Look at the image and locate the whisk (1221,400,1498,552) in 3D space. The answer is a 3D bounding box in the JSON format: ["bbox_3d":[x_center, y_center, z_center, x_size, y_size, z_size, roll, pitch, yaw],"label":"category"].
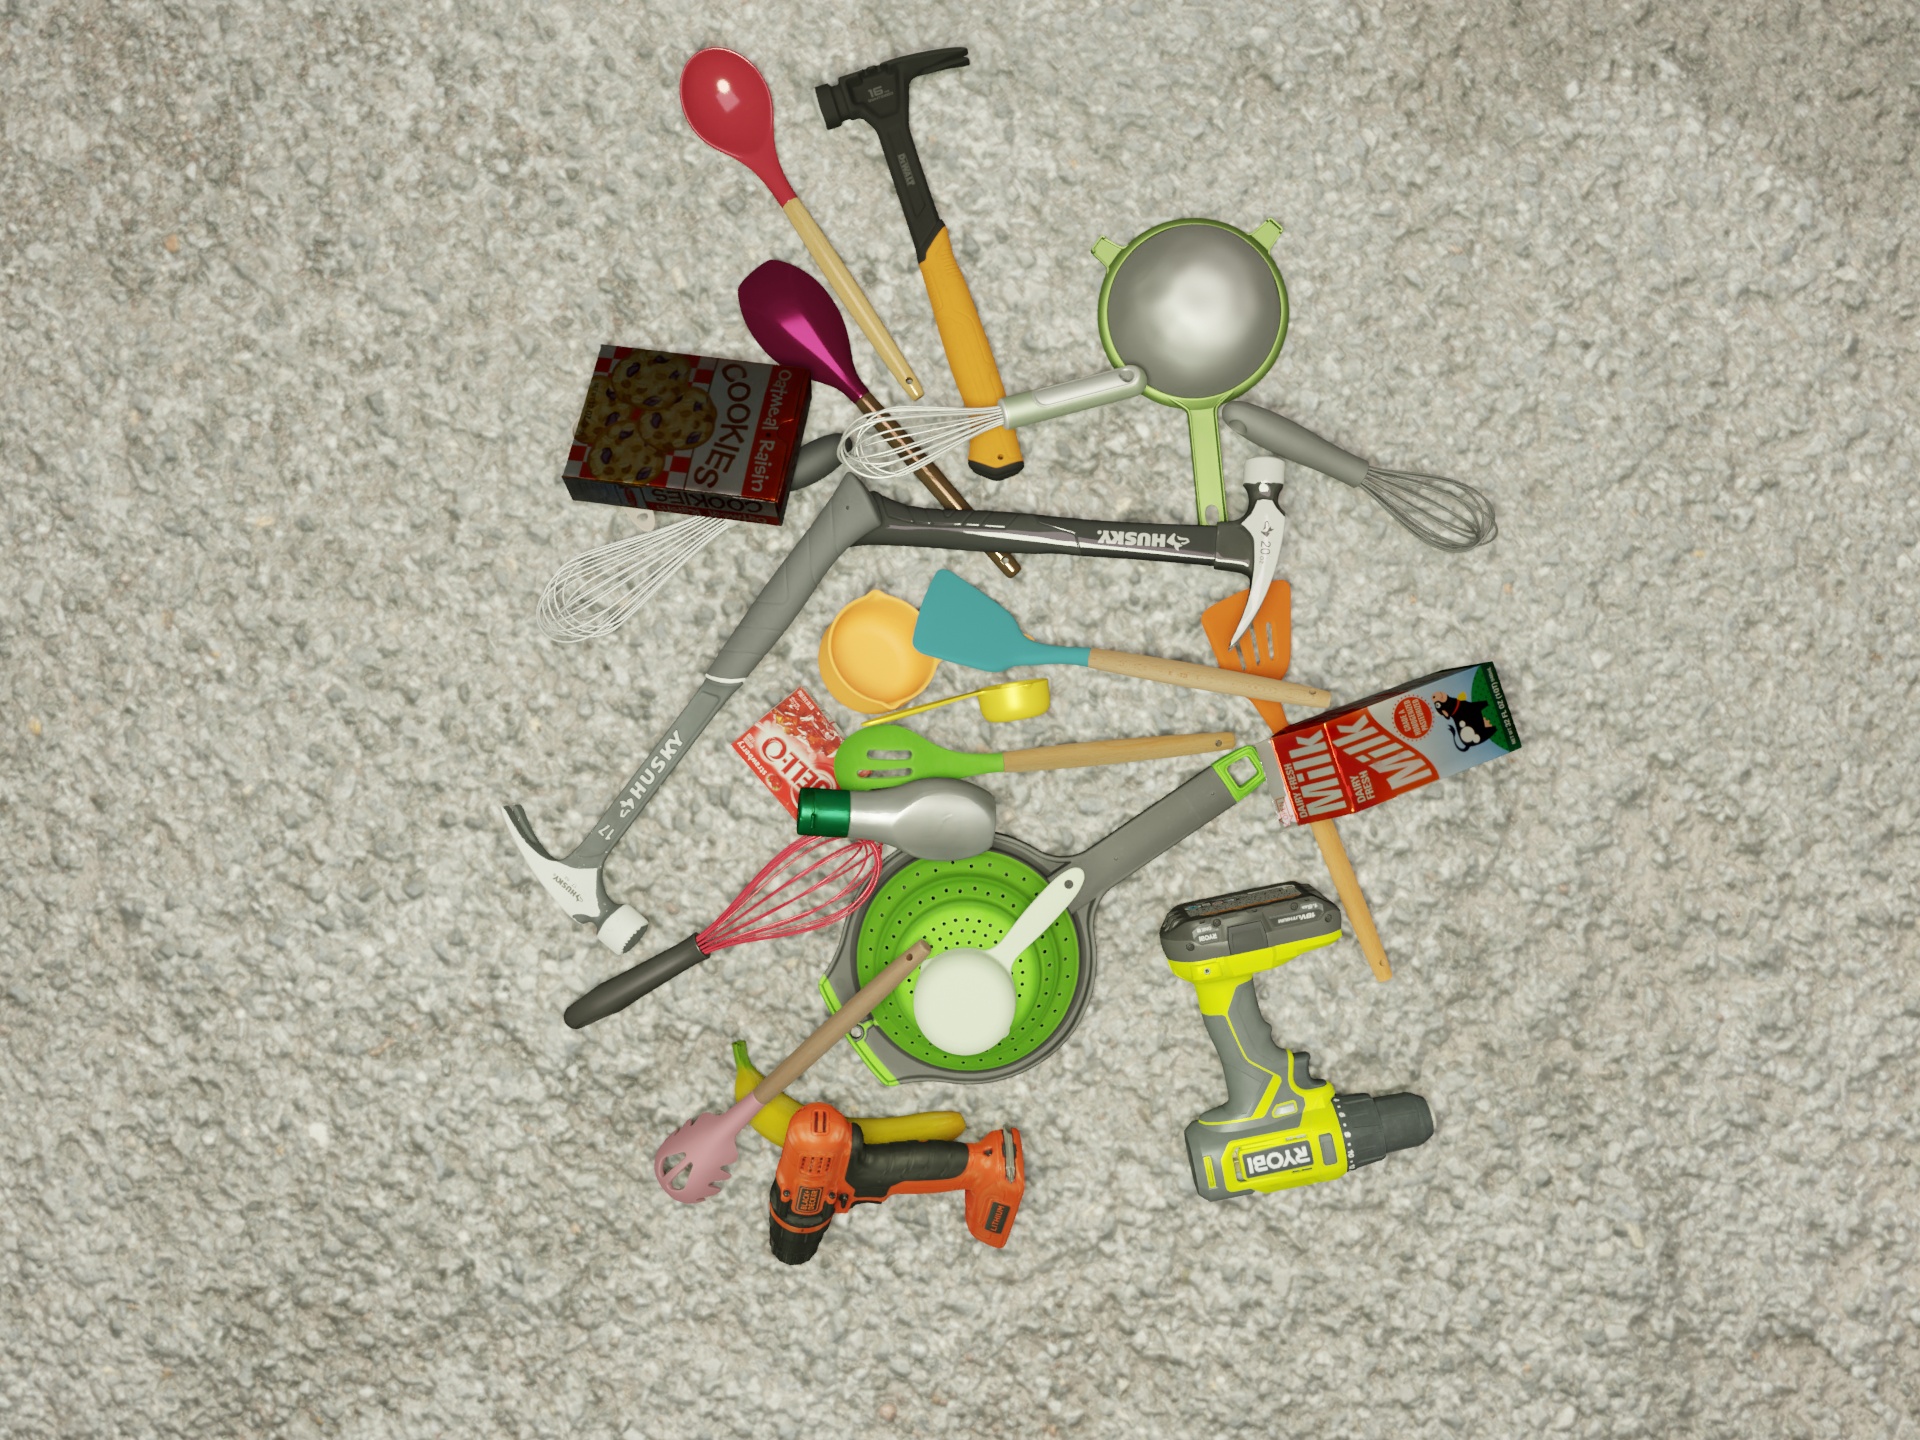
[{"bbox_3d":[0.307,-0.190,1.219,0.239,0.055,0.055,23,91,-10],"label":"whisk"}]

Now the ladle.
[{"bbox_3d":[-0.119,-0.387,1.253,0.069,0.031,0.315,-33,92,2],"label":"ladle"}]

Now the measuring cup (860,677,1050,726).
[{"bbox_3d":[-0.002,-0.004,1.221,0.156,0.062,0.029,-14,96,-22],"label":"measuring cup"}]

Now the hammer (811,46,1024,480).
[{"bbox_3d":[-0.007,-0.354,1.248,0.127,0.034,0.337,-17,91,3],"label":"hammer"}]

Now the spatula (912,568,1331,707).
[{"bbox_3d":[0.124,-0.049,1.215,0.317,0.044,0.082,10,56,11],"label":"spatula"}]

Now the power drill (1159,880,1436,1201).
[{"bbox_3d":[0.256,0.247,1.231,0.190,0.080,0.228,-12,93,1],"label":"power drill"}]

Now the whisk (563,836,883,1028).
[{"bbox_3d":[-0.186,0.167,1.248,0.296,0.073,0.073,-30,90,7],"label":"whisk"}]

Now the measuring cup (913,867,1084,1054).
[{"bbox_3d":[0.033,0.172,1.155,0.083,0.038,0.167,41,94,0],"label":"measuring cup"}]

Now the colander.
[{"bbox_3d":[0.072,0.143,1.222,0.397,0.094,0.204,-34,90,2],"label":"colander"}]

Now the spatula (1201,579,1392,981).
[{"bbox_3d":[0.273,0.052,1.238,0.081,0.041,0.322,-21,88,-16],"label":"spatula"}]

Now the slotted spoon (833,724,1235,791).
[{"bbox_3d":[0.059,0.028,1.234,0.313,0.031,0.070,-5,101,-4],"label":"slotted spoon"}]

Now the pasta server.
[{"bbox_3d":[-0.131,0.269,1.213,0.316,0.040,0.060,-44,75,17],"label":"pasta server"}]

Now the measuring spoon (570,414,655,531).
[{"bbox_3d":[-0.268,-0.192,1.246,0.034,0.018,0.124,-28,69,-11],"label":"measuring spoon"}]

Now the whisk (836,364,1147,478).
[{"bbox_3d":[0.025,-0.232,1.210,0.246,0.059,0.058,-16,64,-7],"label":"whisk"}]

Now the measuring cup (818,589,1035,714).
[{"bbox_3d":[-0.028,-0.051,1.249,0.173,0.052,0.095,-4,77,-23],"label":"measuring cup"}]

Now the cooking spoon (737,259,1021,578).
[{"bbox_3d":[-0.060,-0.236,1.257,0.069,0.017,0.319,-41,90,1],"label":"cooking spoon"}]

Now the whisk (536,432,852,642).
[{"bbox_3d":[-0.208,-0.148,1.247,0.284,0.070,0.070,-32,90,-4],"label":"whisk"}]

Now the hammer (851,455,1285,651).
[{"bbox_3d":[0.076,-0.136,1.217,0.335,0.035,0.146,4,84,8],"label":"hammer"}]

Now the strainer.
[{"bbox_3d":[0.187,-0.268,1.226,0.151,0.069,0.256,-5,89,1],"label":"strainer"}]

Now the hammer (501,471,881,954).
[{"bbox_3d":[-0.197,-0.020,1.230,0.149,0.036,0.409,39,97,9],"label":"hammer"}]
